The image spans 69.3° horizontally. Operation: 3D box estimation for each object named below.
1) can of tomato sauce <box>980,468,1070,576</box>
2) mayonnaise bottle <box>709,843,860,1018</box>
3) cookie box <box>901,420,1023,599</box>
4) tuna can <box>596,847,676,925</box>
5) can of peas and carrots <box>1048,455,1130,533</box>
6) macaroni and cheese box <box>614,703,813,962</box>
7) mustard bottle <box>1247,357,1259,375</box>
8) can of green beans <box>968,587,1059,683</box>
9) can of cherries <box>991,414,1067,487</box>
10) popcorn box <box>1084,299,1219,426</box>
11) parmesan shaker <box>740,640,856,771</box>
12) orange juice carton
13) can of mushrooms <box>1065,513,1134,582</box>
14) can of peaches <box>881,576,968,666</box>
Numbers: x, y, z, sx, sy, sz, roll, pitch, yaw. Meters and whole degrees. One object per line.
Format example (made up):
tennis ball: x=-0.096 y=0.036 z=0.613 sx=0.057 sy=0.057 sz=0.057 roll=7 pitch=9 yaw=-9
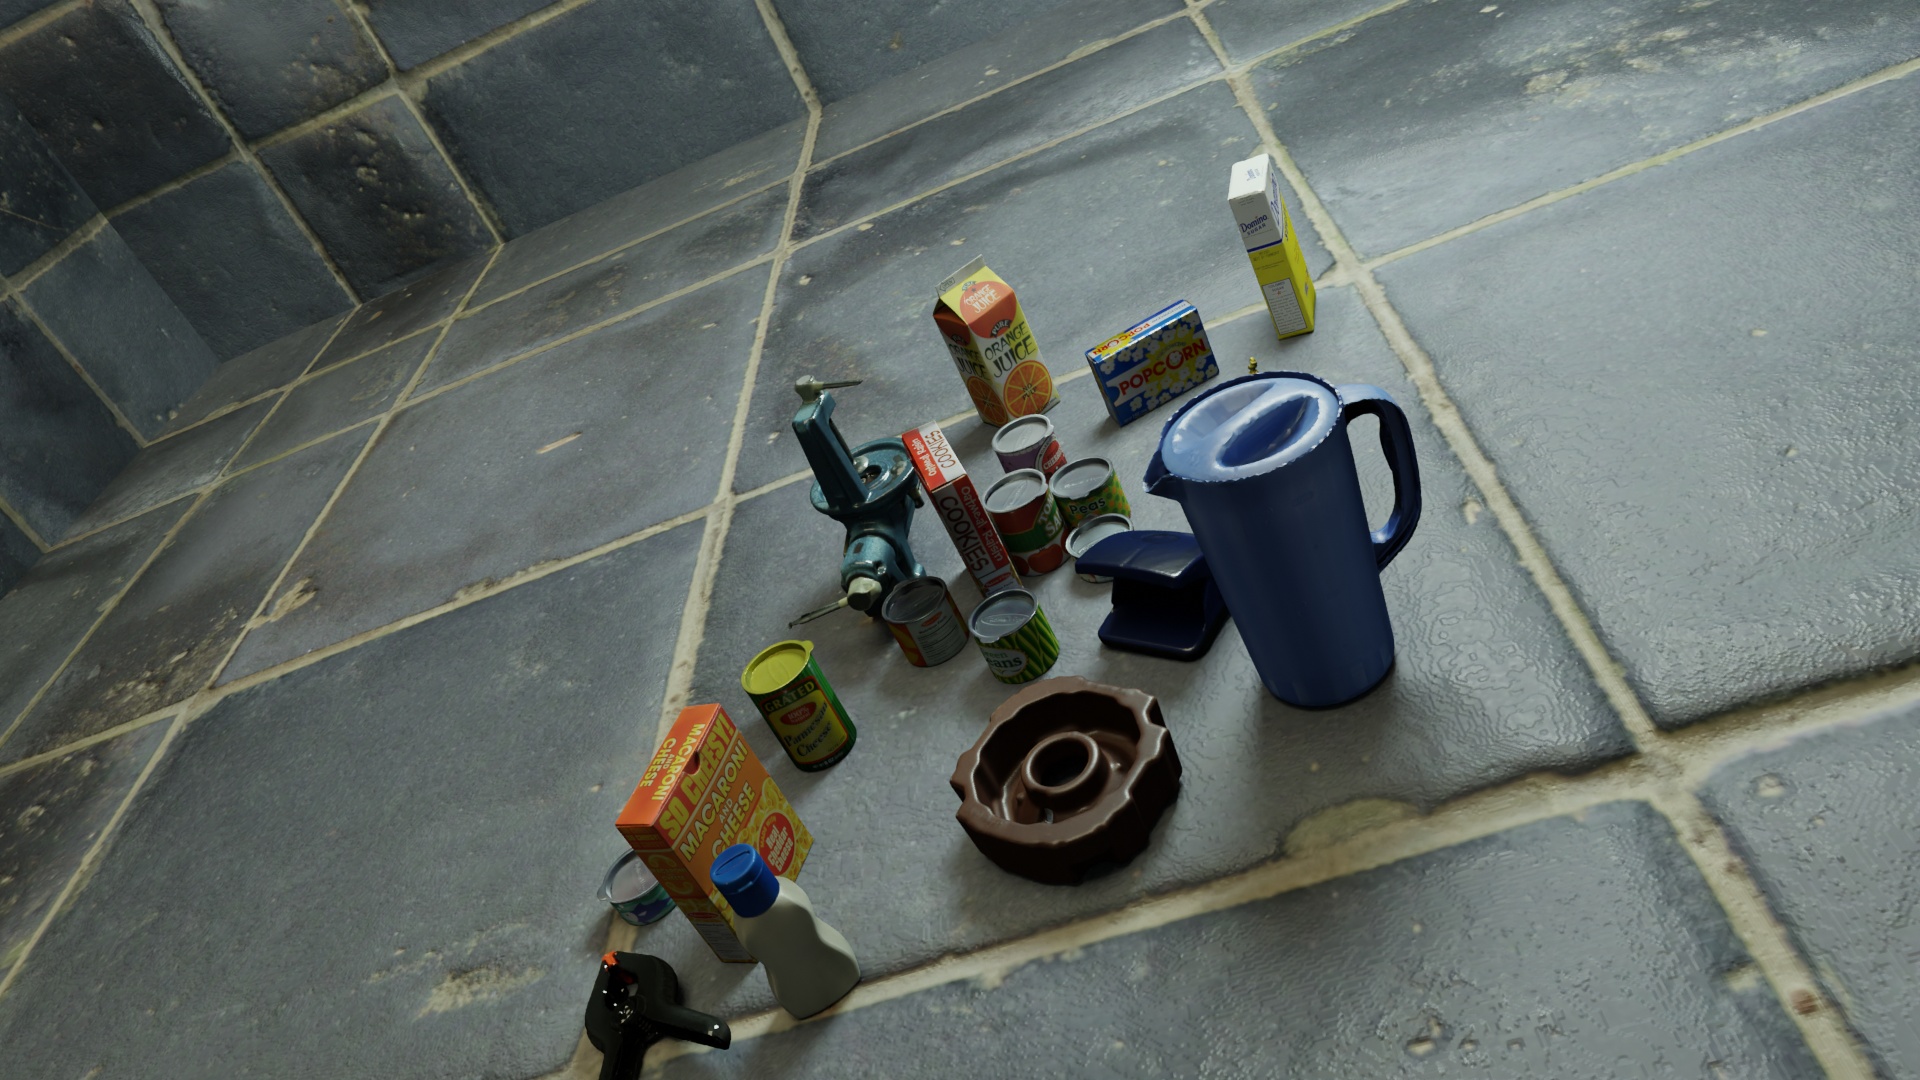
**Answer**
can of tomato sauce: x=0.067 y=-0.017 z=1.344 sx=0.071 sy=0.082 sz=0.071 roll=-19 pitch=32 yaw=13
mayonnaise bottle: x=-0.129 y=0.278 z=0.996 sx=0.065 sy=0.147 sz=0.041 roll=-32 pitch=32 yaw=-8
cookie box: x=0.005 y=-0.016 z=1.309 sx=0.040 sy=0.166 sz=0.123 roll=-28 pitch=31 yaw=-1
tuna can: x=-0.271 y=0.294 z=1.185 sx=0.071 sy=0.032 sz=0.071 roll=-19 pitch=32 yaw=13
can of peas and carrots: x=0.127 y=-0.039 z=1.357 sx=0.071 sy=0.058 sz=0.071 roll=-19 pitch=32 yaw=13
macaroni and cheese box: x=-0.187 y=0.230 z=1.091 sx=0.040 sy=0.165 sz=0.124 roll=-9 pitch=36 yaw=27
mustard bottle: x=0.276 y=-0.092 z=1.229 sx=0.065 sy=0.159 sz=0.049 roll=-19 pitch=32 yaw=12
can of green beans: x=0.048 y=0.085 z=1.234 sx=0.071 sy=0.057 sz=0.071 roll=-19 pitch=32 yaw=13
can of cherries: x=0.076 y=-0.091 z=1.469 sx=0.071 sy=0.058 sz=0.072 roll=-19 pitch=32 yaw=13
popcorn box: x=0.207 y=-0.192 z=1.496 sx=0.127 sy=0.085 sz=0.038 roll=-29 pitch=31 yaw=-4
parmesan shaker: x=-0.140 y=0.147 z=1.237 sx=0.071 sy=0.102 sz=0.072 roll=-19 pitch=32 yaw=13
orange juice carton: x=0.034 y=-0.222 z=1.563 sx=0.072 sy=0.192 sz=0.073 roll=-39 pitch=33 yaw=-19
can of mushrooms: x=0.135 y=0.006 z=1.309 sx=0.071 sy=0.033 sz=0.071 roll=-19 pitch=32 yaw=13
can of peaches: x=-0.033 y=0.075 z=1.307 sx=0.071 sy=0.058 sz=0.071 roll=-19 pitch=32 yaw=13
